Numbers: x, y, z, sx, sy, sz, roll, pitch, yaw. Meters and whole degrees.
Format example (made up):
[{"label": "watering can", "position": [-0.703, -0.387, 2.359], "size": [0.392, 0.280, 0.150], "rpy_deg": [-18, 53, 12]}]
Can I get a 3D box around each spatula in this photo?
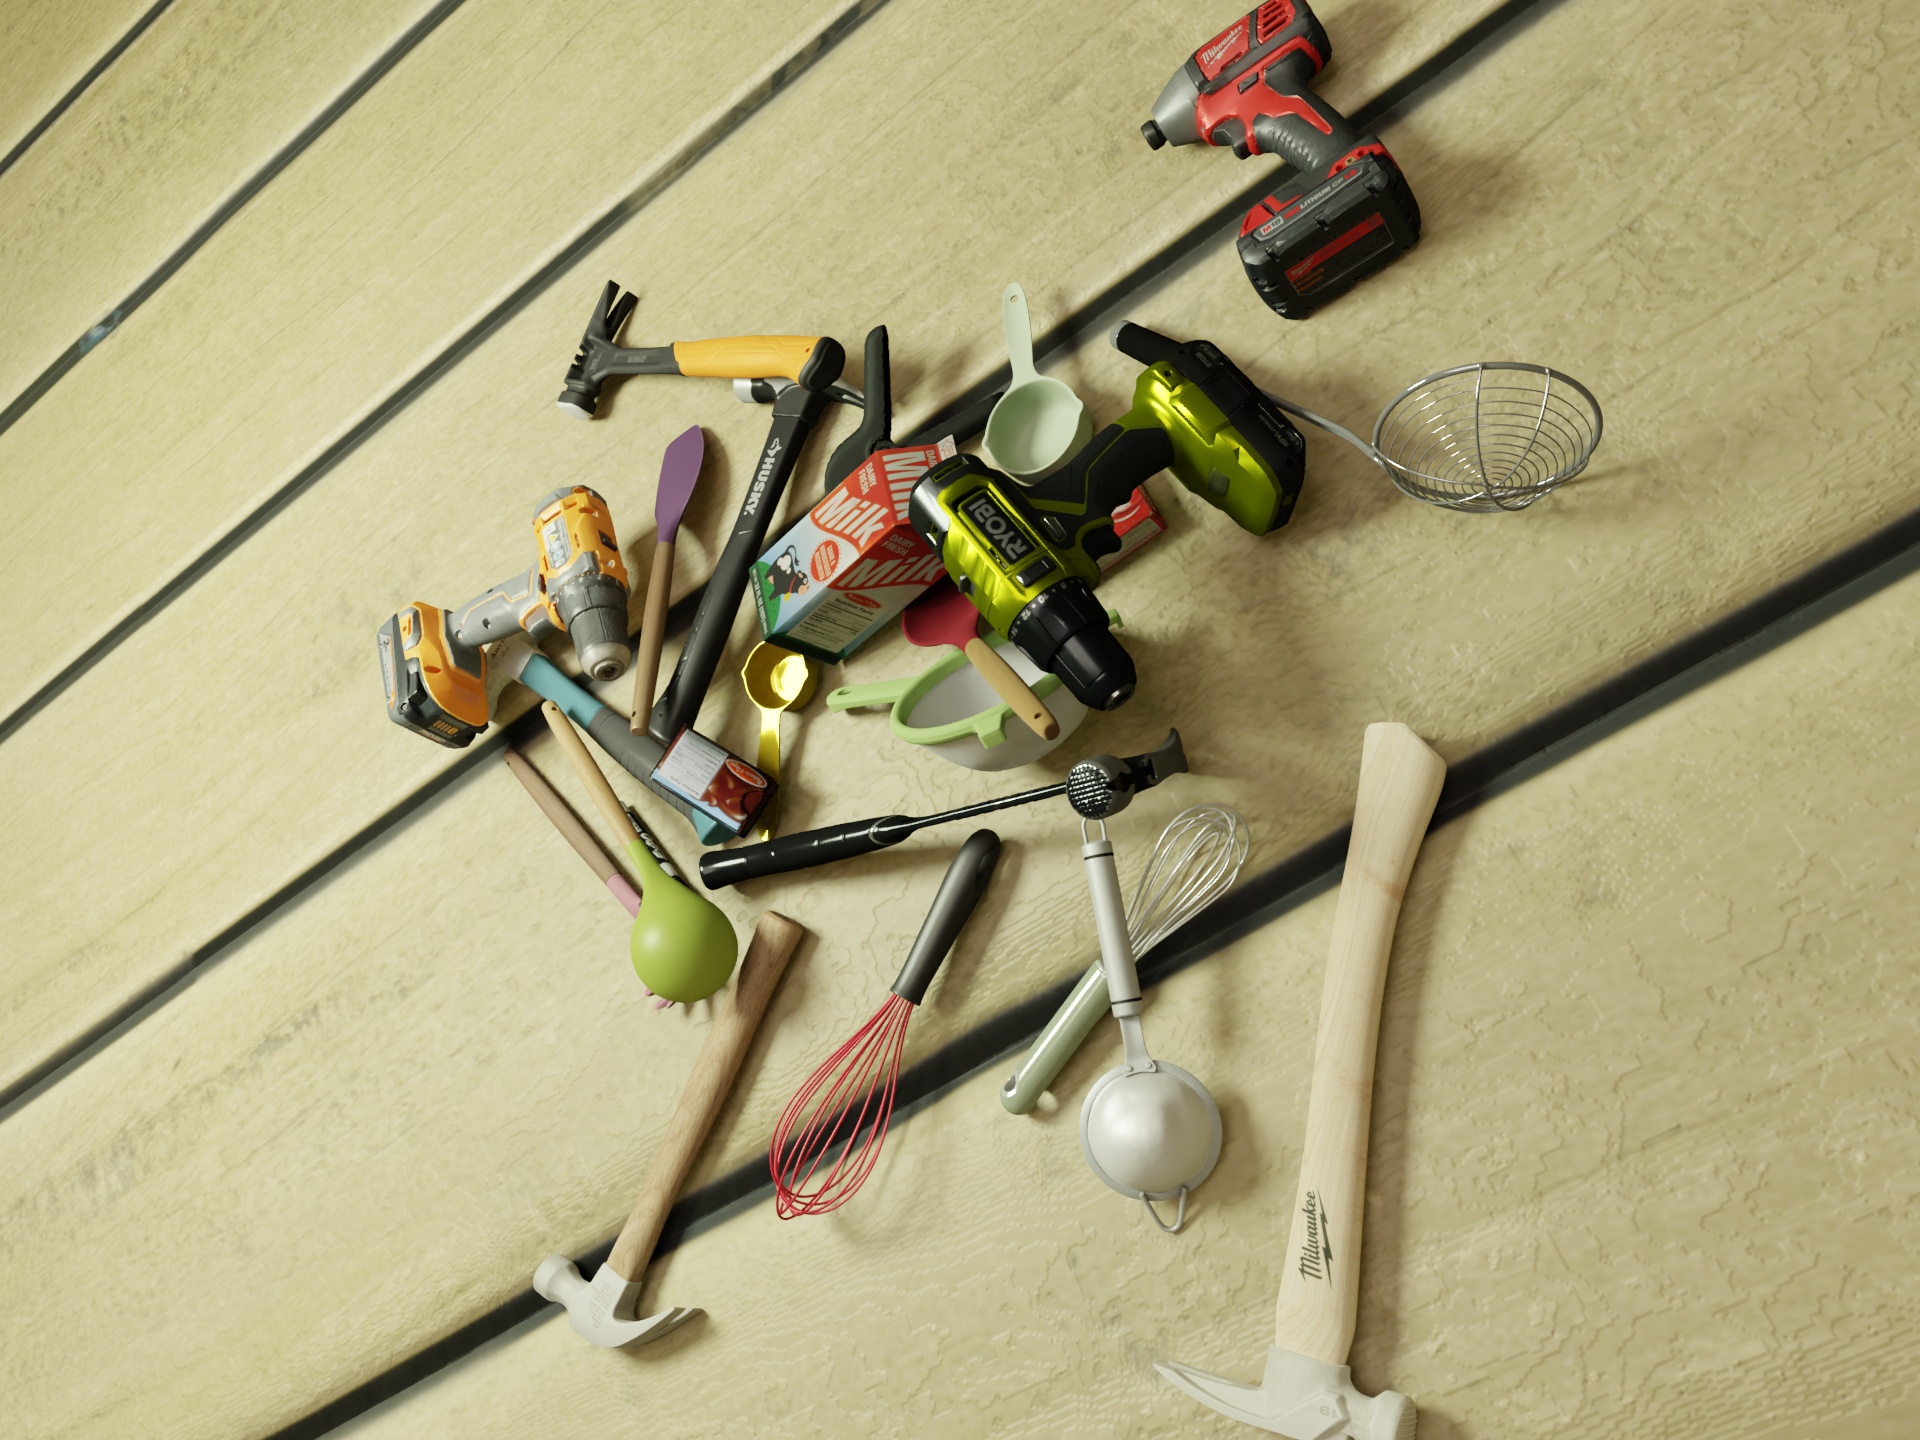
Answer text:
[{"label": "spatula", "position": [-0.238, -0.121, 1.278], "size": [0.060, 0.018, 0.316], "rpy_deg": [-27, 46, 34]}]

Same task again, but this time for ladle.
[{"label": "ladle", "position": [0.016, -0.042, 1.043], "size": [0.069, 0.031, 0.316], "rpy_deg": [-40, 22, 1]}, {"label": "ladle", "position": [-0.260, 0.090, 1.216], "size": [0.320, 0.078, 0.062], "rpy_deg": [48, 139, 40]}]

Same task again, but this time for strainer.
[{"label": "strainer", "position": [-0.002, -0.004, 1.114], "size": [0.256, 0.069, 0.151], "rpy_deg": [-6, 30, 49]}, {"label": "strainer", "position": [0.102, 0.183, 0.969], "size": [0.087, 0.050, 0.258], "rpy_deg": [-12, 79, 9]}]

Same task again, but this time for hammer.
[{"label": "hammer", "position": [-0.169, -0.133, 1.259], "size": [0.146, 0.035, 0.335], "rpy_deg": [11, 74, 33]}, {"label": "hammer", "position": [-0.289, 0.009, 1.303], "size": [0.331, 0.033, 0.128], "rpy_deg": [33, 94, 34]}, {"label": "hammer", "position": [-0.030, 0.069, 1.090], "size": [0.409, 0.149, 0.036], "rpy_deg": [-15, 91, 36]}, {"label": "hammer", "position": [-0.195, 0.296, 1.153], "size": [0.130, 0.031, 0.331], "rpy_deg": [23, 87, 35]}, {"label": "hammer", "position": [-0.215, -0.309, 1.328], "size": [0.337, 0.034, 0.127], "rpy_deg": [12, 79, 43]}, {"label": "hammer", "position": [0.217, 0.201, 0.933], "size": [0.146, 0.038, 0.411], "rpy_deg": [4, 76, 33]}]

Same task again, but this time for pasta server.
[{"label": "pasta server", "position": [-0.296, 0.115, 1.270], "size": [0.316, 0.040, 0.060], "rpy_deg": [41, 135, 36]}]

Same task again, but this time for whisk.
[{"label": "whisk", "position": [-0.047, 0.205, 1.079], "size": [0.073, 0.073, 0.296], "rpy_deg": [24, 82, 34]}, {"label": "whisk", "position": [0.102, 0.155, 1.016], "size": [0.246, 0.059, 0.058], "rpy_deg": [-55, 19, 9]}]

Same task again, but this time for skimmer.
[{"label": "skimmer", "position": [0.237, -0.224, 1.033], "size": [0.090, 0.127, 0.364], "rpy_deg": [-51, 45, -1]}]

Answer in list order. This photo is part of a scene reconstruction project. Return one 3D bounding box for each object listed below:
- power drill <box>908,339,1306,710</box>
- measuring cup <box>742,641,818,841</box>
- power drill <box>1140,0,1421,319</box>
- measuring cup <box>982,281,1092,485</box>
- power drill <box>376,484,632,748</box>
[{"label": "power drill", "position": [0.106, -0.126, 1.017], "size": [0.228, 0.080, 0.191], "rpy_deg": [-34, 70, -15]}, {"label": "measuring cup", "position": [-0.138, 0.015, 1.221], "size": [0.062, 0.029, 0.156], "rpy_deg": [2, 87, 29]}, {"label": "power drill", "position": [0.216, -0.395, 1.107], "size": [0.143, 0.078, 0.220], "rpy_deg": [-30, 58, 20]}, {"label": "measuring cup", "position": [0.055, -0.249, 1.178], "size": [0.083, 0.038, 0.168], "rpy_deg": [-18, 64, 25]}, {"label": "power drill", "position": [-0.363, -0.066, 1.300], "size": [0.226, 0.084, 0.186], "rpy_deg": [-33, 55, 15]}]
